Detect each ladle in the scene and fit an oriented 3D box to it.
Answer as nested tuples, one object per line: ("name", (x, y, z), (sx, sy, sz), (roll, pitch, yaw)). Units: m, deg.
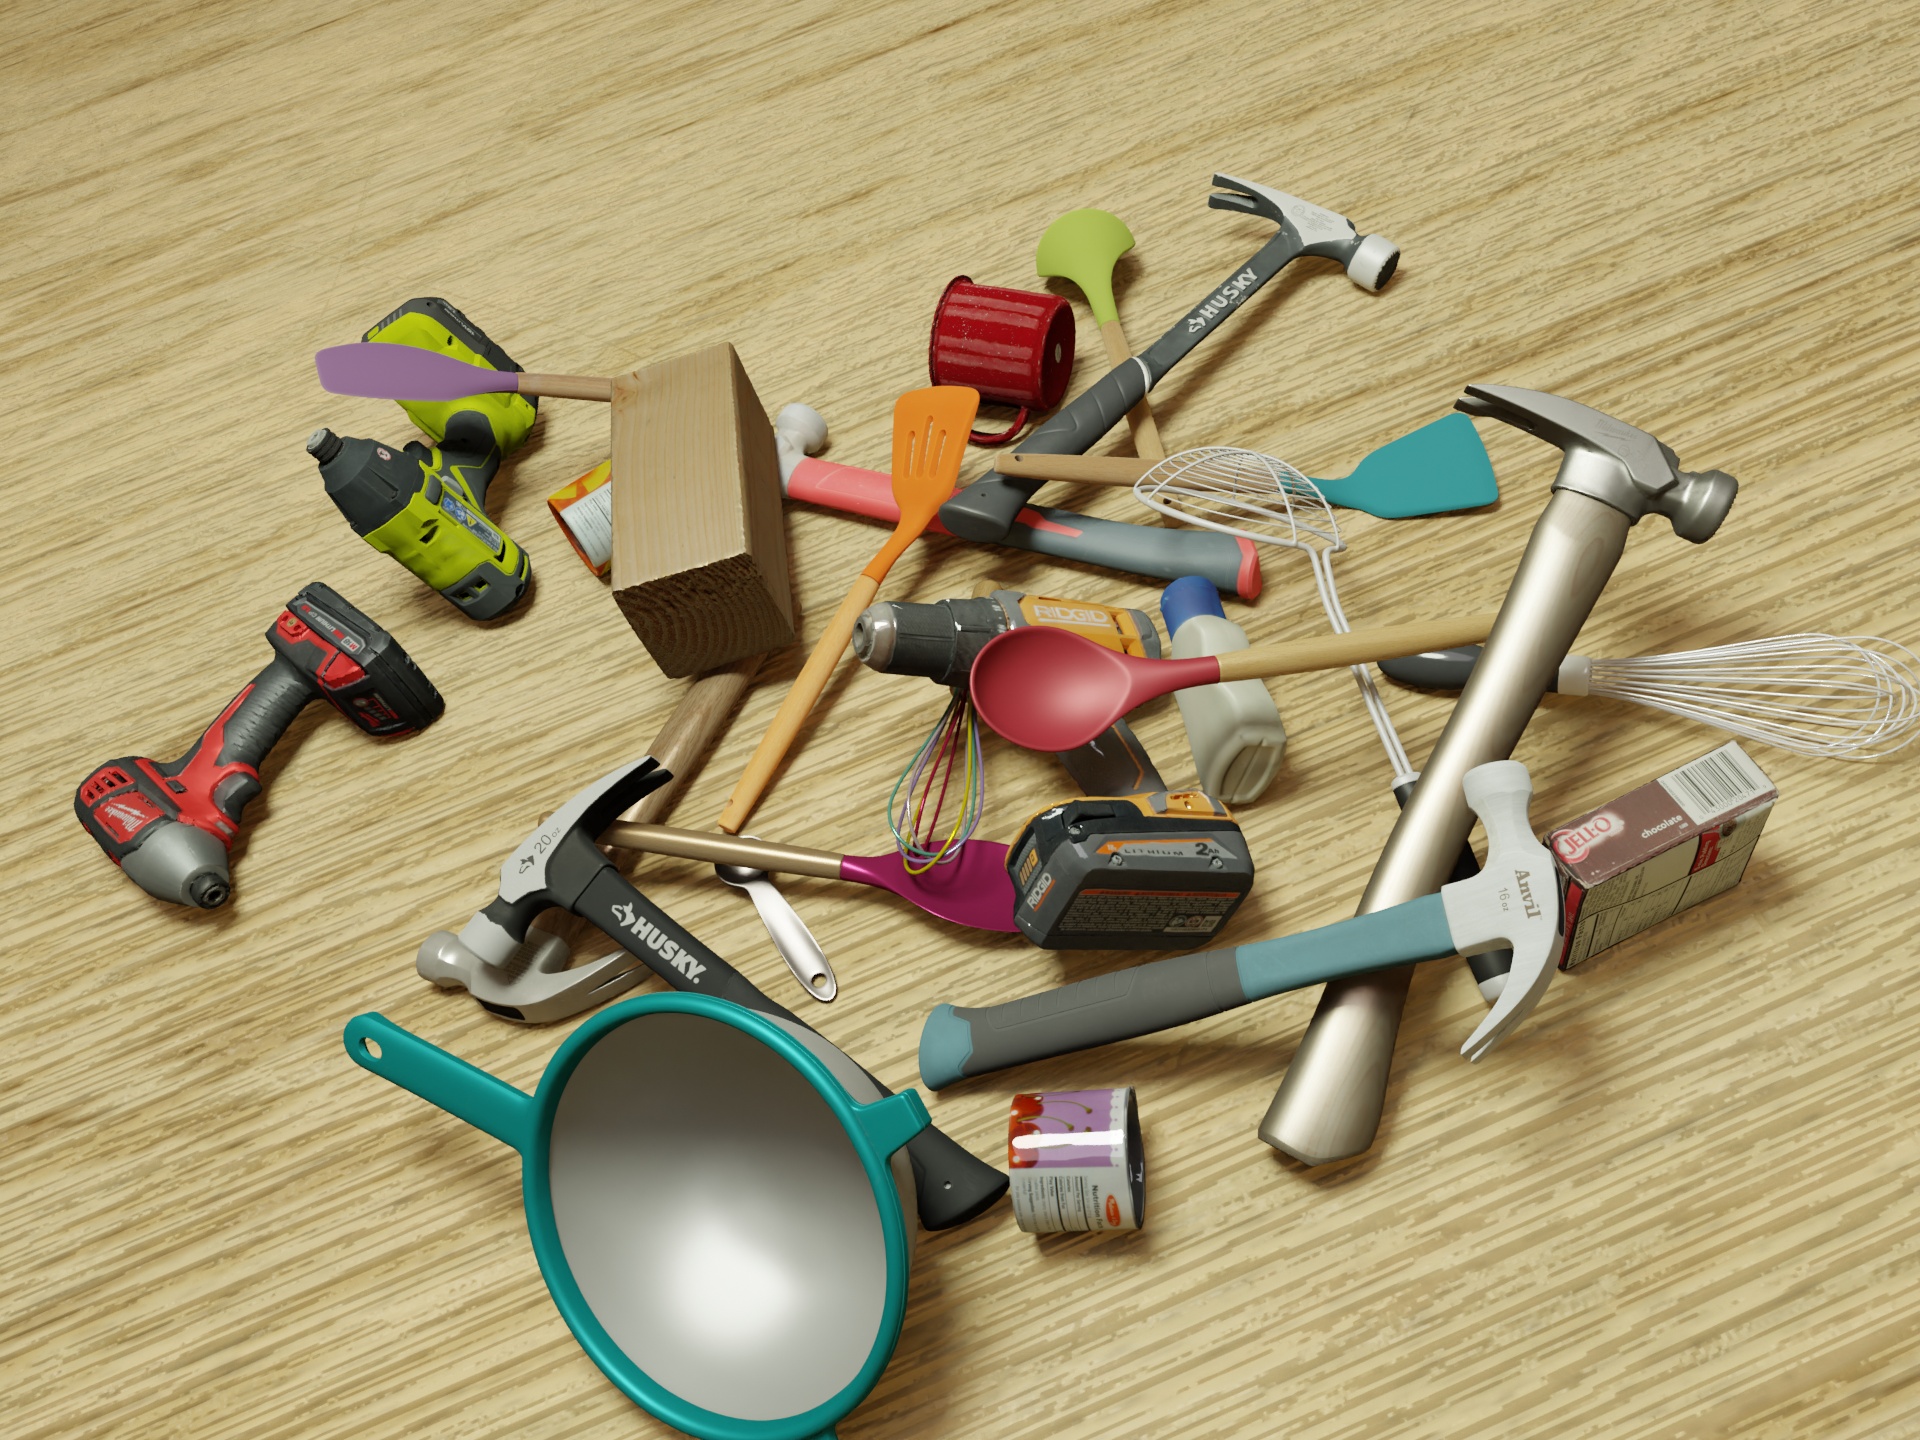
("ladle", (0.159, -0.032, 0.833), (0.315, 0.031, 0.069), (-8, 75, -7))
("ladle", (0.116, -0.256, 1.147), (0.078, 0.062, 0.320), (-16, 57, 7))

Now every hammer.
("hammer", (-0.111, 0.151, 0.845), (0.335, 0.035, 0.146), (33, 80, 23))
("hammer", (0.010, -0.124, 1.064), (0.386, 0.038, 0.143), (15, 59, 25))
("hammer", (-0.190, 0.042, 0.988), (0.130, 0.031, 0.331), (15, 57, 25))
("hammer", (0.130, -0.250, 1.091), (0.149, 0.036, 0.409), (37, 63, 20))
("hammer", (0.125, 0.126, 0.775), (0.331, 0.033, 0.128), (-19, 63, 23))
("hammer", (0.242, 0.025, 0.799), (0.146, 0.038, 0.411), (26, 81, 8))

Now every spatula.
("spatula", (-0.075, -0.074, 1.011), (0.081, 0.041, 0.323), (9, 64, 46))
("spatula", (0.179, -0.163, 1.013), (0.317, 0.044, 0.082), (1, 54, -9))
("spatula", (-0.293, -0.241, 1.138), (0.315, 0.018, 0.060), (-2, 51, -31))

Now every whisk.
("whisk", (0.375, -0.021, 0.881), (0.285, 0.070, 0.070), (6, 54, 25))
("whisk", (-0.003, -0.002, 0.957), (0.051, 0.047, 0.245), (15, 44, -2))

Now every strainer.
("strainer", (-0.153, 0.204, 0.782), (0.340, 0.211, 0.095), (18, 15, 26))

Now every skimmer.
("skimmer", (0.205, -0.007, 0.887), (0.127, 0.090, 0.364), (0, 61, -39))

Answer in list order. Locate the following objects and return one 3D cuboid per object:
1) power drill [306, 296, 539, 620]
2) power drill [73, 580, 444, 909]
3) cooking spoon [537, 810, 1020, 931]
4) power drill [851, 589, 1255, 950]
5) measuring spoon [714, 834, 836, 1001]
("power drill", (-0.379, -0.197, 1.139), (0.080, 0.171, 0.223), (-29, 42, 20))
("power drill", (-0.461, 0.023, 1.048), (0.143, 0.078, 0.220), (31, 68, 32))
("cooking spoon", (-0.092, 0.081, 0.914), (0.319, 0.017, 0.069), (8, 40, 9))
("power drill", (0.046, 0.015, 0.877), (0.185, 0.084, 0.226), (4, 45, -24))
("measuring spoon", (-0.104, 0.117, 0.921), (0.034, 0.018, 0.124), (-31, 58, -12))
